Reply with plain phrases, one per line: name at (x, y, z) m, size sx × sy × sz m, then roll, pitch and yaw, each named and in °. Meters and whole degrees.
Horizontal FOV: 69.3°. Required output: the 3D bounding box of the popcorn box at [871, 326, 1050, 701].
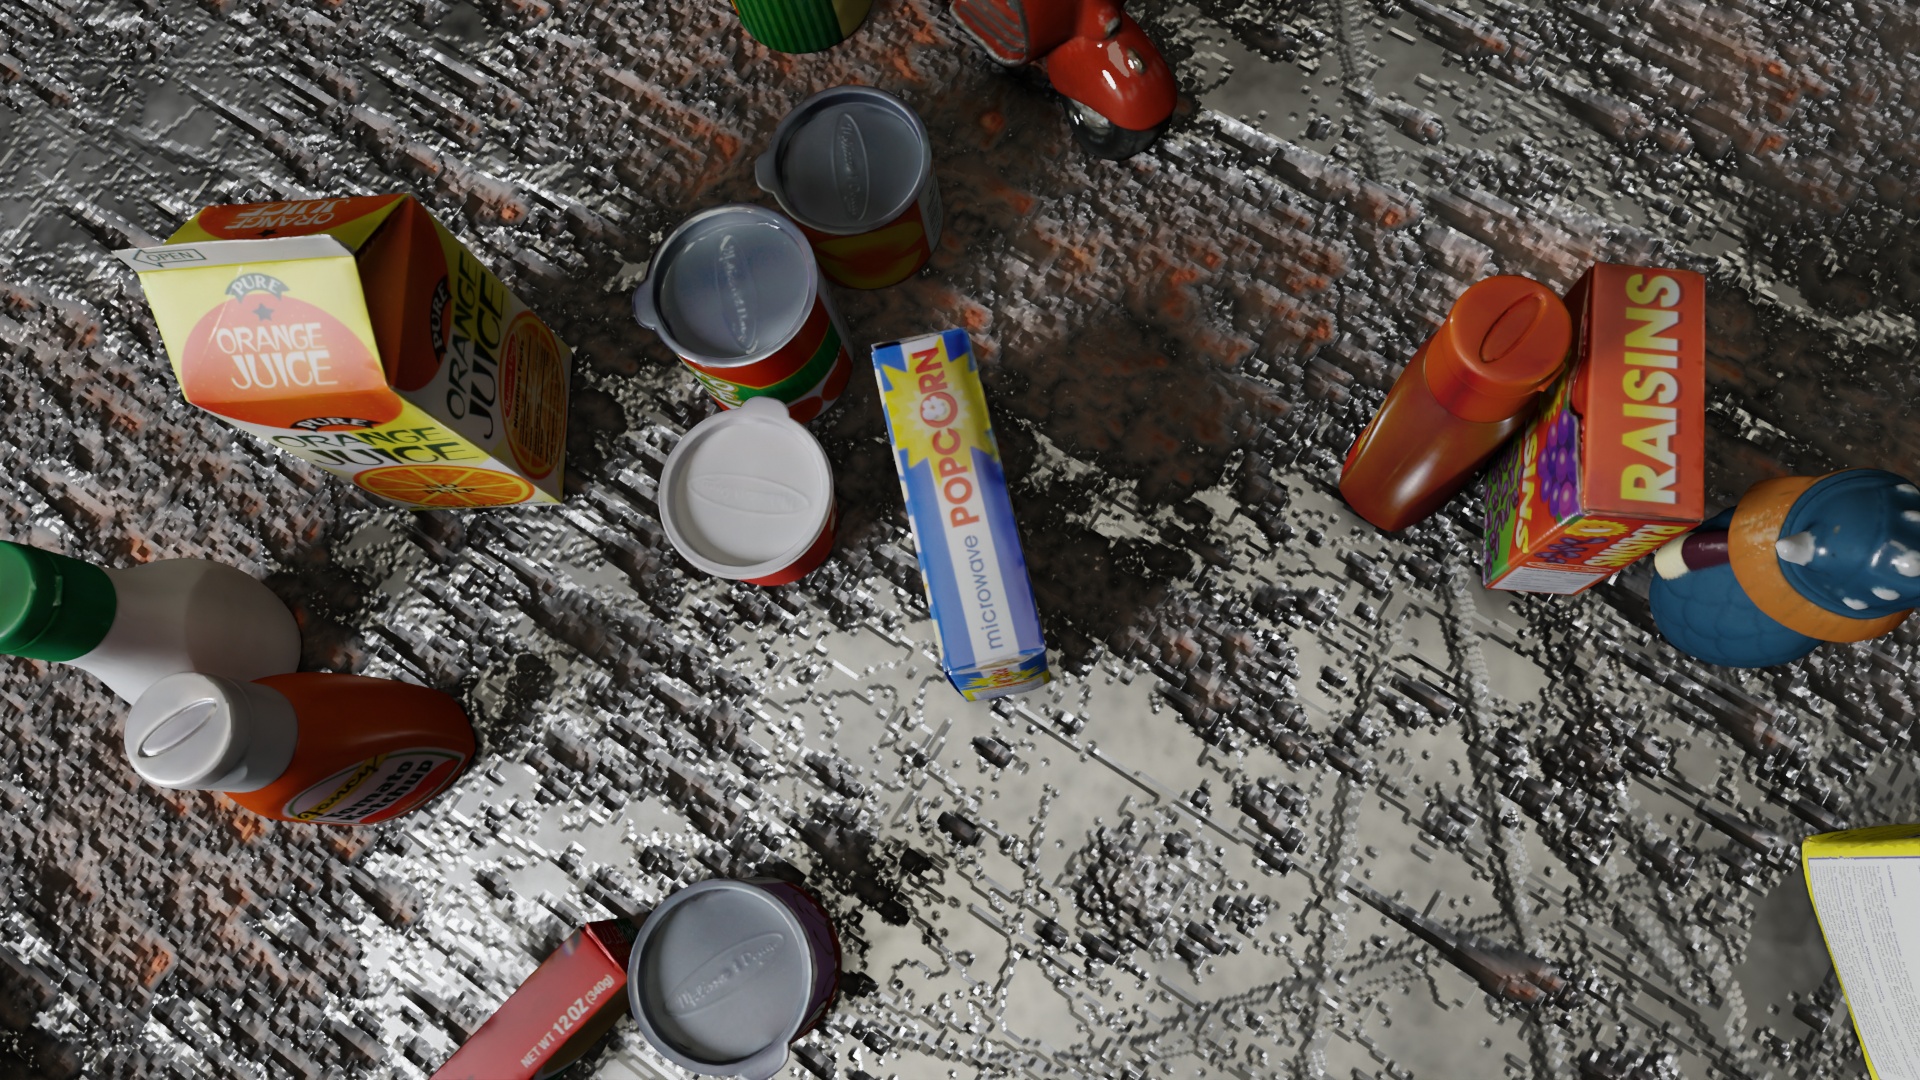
popcorn box at (0.002, -0.007, 0.529) m, size 0.038 × 0.085 × 0.127 m, roll -14°, pitch 76°, yaw 3°

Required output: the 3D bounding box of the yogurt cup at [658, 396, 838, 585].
yogurt cup at (-0.080, -0.013, 0.554) m, size 0.072 × 0.054 × 0.072 m, roll -1°, pitch 77°, yaw 5°

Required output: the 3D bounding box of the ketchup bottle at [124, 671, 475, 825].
ketchup bottle at (-0.235, 0.074, 0.500) m, size 0.065 × 0.148 × 0.043 m, roll -35°, pitch 76°, yaw -3°

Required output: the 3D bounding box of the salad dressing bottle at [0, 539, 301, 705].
salad dressing bottle at (-0.307, 0.032, 0.518) m, size 0.044 × 0.147 × 0.064 m, roll -7°, pitch 77°, yaw 4°

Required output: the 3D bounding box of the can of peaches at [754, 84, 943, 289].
can of peaches at (-0.044, -0.146, 0.580) m, size 0.071 × 0.058 × 0.071 m, roll -1°, pitch 77°, yaw 5°

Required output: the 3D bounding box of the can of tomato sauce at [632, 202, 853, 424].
can of tomato sauce at (-0.083, -0.086, 0.557) m, size 0.071 × 0.083 × 0.071 m, roll -1°, pitch 77°, yaw 5°

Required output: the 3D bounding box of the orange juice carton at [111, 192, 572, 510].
orange juice carton at (-0.213, -0.069, 0.509) m, size 0.072 × 0.192 × 0.073 m, roll -2°, pitch 77°, yaw 5°

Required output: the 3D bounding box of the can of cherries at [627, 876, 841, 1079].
can of cherries at (-0.080, 0.160, 0.511) m, size 0.071 × 0.058 × 0.071 m, roll -1°, pitch 77°, yaw 5°

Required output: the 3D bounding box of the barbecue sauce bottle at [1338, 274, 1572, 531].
barbecue sauce bottle at (0.174, -0.047, 0.489) m, size 0.044 × 0.148 × 0.065 m, roll 43°, pitch 84°, yaw 13°

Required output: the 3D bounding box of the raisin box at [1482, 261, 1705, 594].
raisin box at (0.221, -0.034, 0.494) m, size 0.040 × 0.123 × 0.086 m, roll 6°, pitch 78°, yaw 7°

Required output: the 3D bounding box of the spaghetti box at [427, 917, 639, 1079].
spaghetti box at (-0.212, 0.239, 0.509) m, size 0.029 × 0.050 × 0.250 m, roll 43°, pitch 84°, yaw 13°

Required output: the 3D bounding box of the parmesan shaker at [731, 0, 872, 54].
parmesan shaker at (-0.078, -0.259, 0.588) m, size 0.071 × 0.103 × 0.071 m, roll -1°, pitch 77°, yaw 5°
